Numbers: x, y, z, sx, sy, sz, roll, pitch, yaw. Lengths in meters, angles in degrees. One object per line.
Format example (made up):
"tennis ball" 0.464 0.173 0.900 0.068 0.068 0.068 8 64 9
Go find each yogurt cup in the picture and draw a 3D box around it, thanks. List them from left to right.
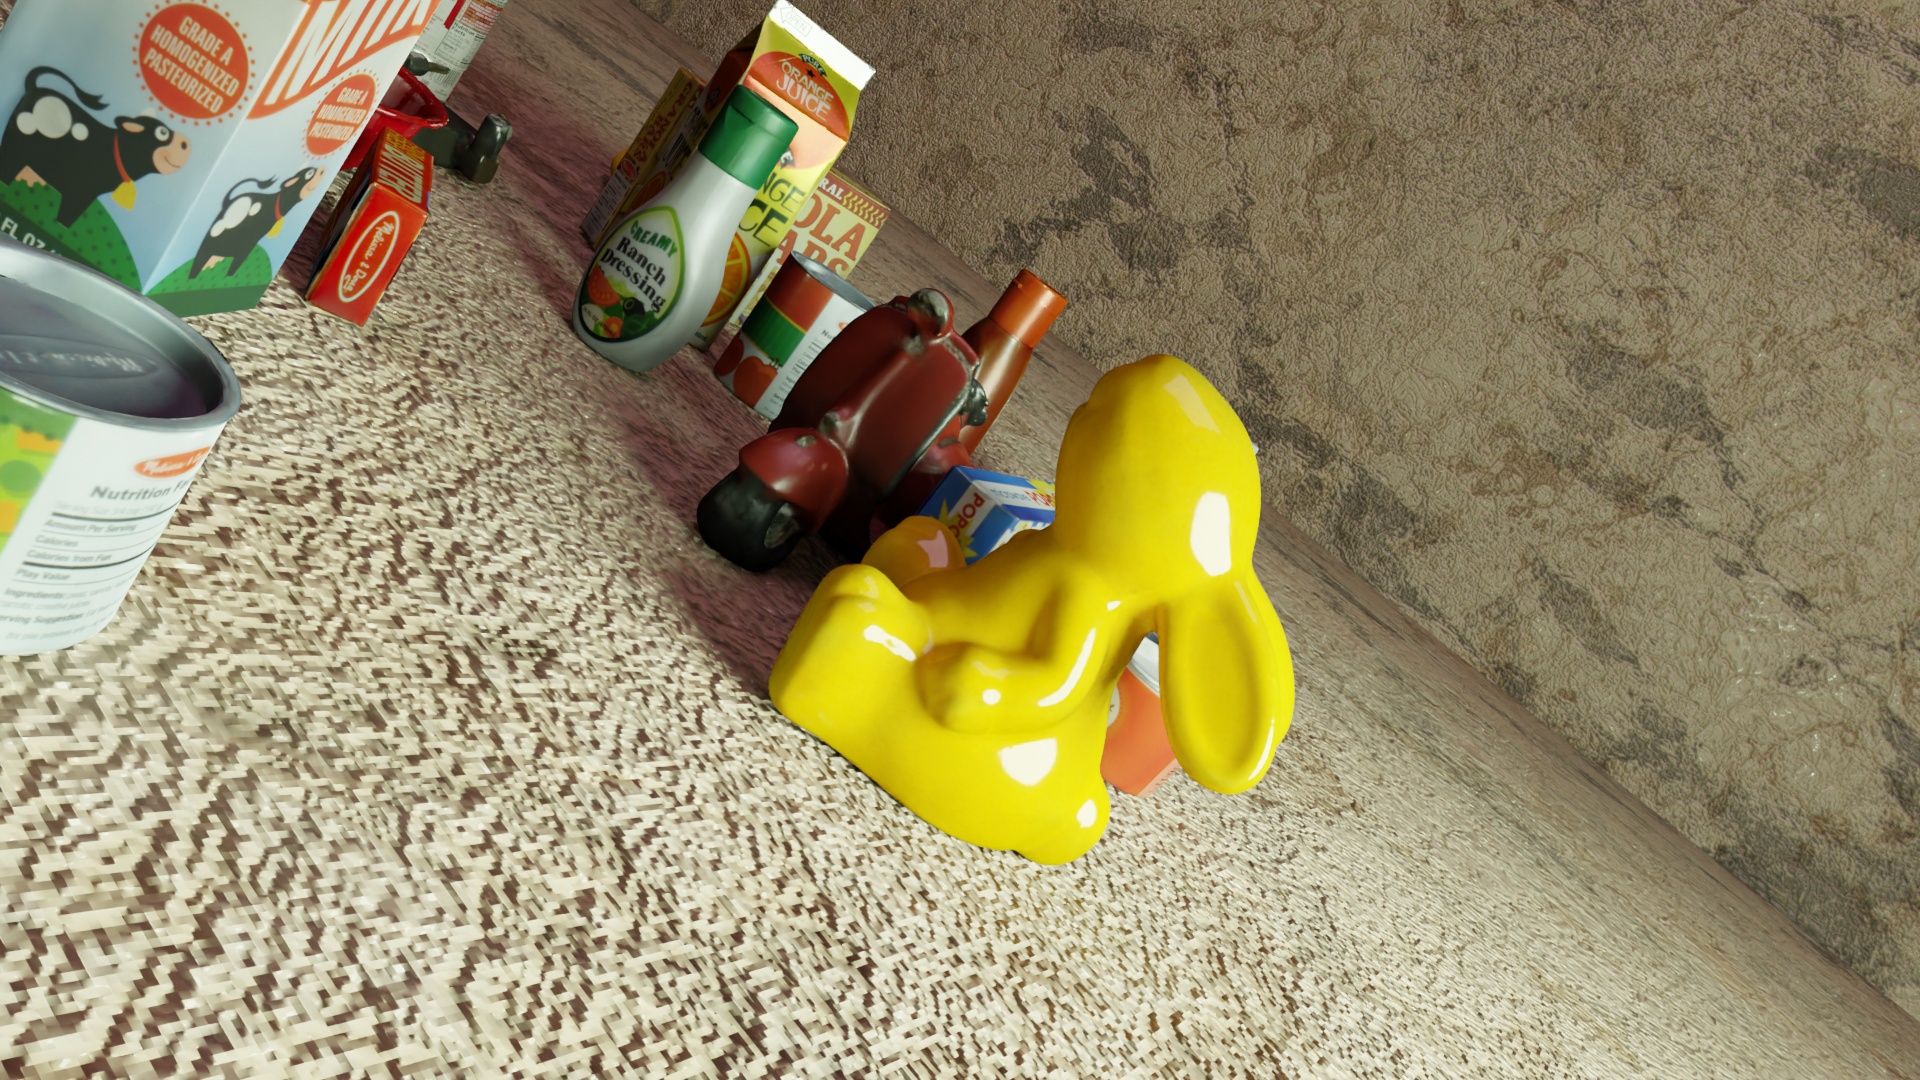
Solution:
"yogurt cup" 0.082 0.081 0.641 0.072 0.054 0.072 35 13 -9

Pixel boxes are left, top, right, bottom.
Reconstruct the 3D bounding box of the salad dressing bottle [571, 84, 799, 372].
"salad dressing bottle" -0.136 -0.155 0.691 0.064 0.147 0.044 40 13 16

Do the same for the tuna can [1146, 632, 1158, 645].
"tuna can" 0.085 0.060 0.767 0.071 0.032 0.071 35 13 -9

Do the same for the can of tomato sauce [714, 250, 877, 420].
"can of tomato sauce" -0.095 -0.116 0.807 0.071 0.083 0.071 35 13 -9

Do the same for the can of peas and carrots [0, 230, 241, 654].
"can of peas and carrots" -0.192 -0.021 0.276 0.071 0.058 0.071 35 13 -9

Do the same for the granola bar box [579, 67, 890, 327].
"granola bar box" -0.145 -0.211 0.916 0.165 0.124 0.039 25 17 -41

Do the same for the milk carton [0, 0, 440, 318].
"milk carton" -0.216 -0.164 0.419 0.072 0.190 0.073 36 12 -5

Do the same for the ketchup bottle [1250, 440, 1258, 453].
"ketchup bottle" 0.117 -0.006 0.823 0.064 0.148 0.044 32 13 -21

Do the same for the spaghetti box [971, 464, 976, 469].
"spaghetti box" 0.003 -0.010 0.760 0.251 0.050 0.028 46 15 34

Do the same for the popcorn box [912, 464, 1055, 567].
"popcorn box" 0.009 0.014 0.617 0.038 0.085 0.127 41 13 18

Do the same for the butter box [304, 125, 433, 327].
"butter box" -0.233 -0.127 0.552 0.024 0.053 0.104 29 15 -30

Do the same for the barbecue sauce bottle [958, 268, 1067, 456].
"barbecue sauce bottle" 0.010 -0.104 0.890 0.043 0.148 0.065 28 15 -35

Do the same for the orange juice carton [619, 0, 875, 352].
"orange juice carton" -0.131 -0.216 0.816 0.072 0.192 0.073 30 14 -29
